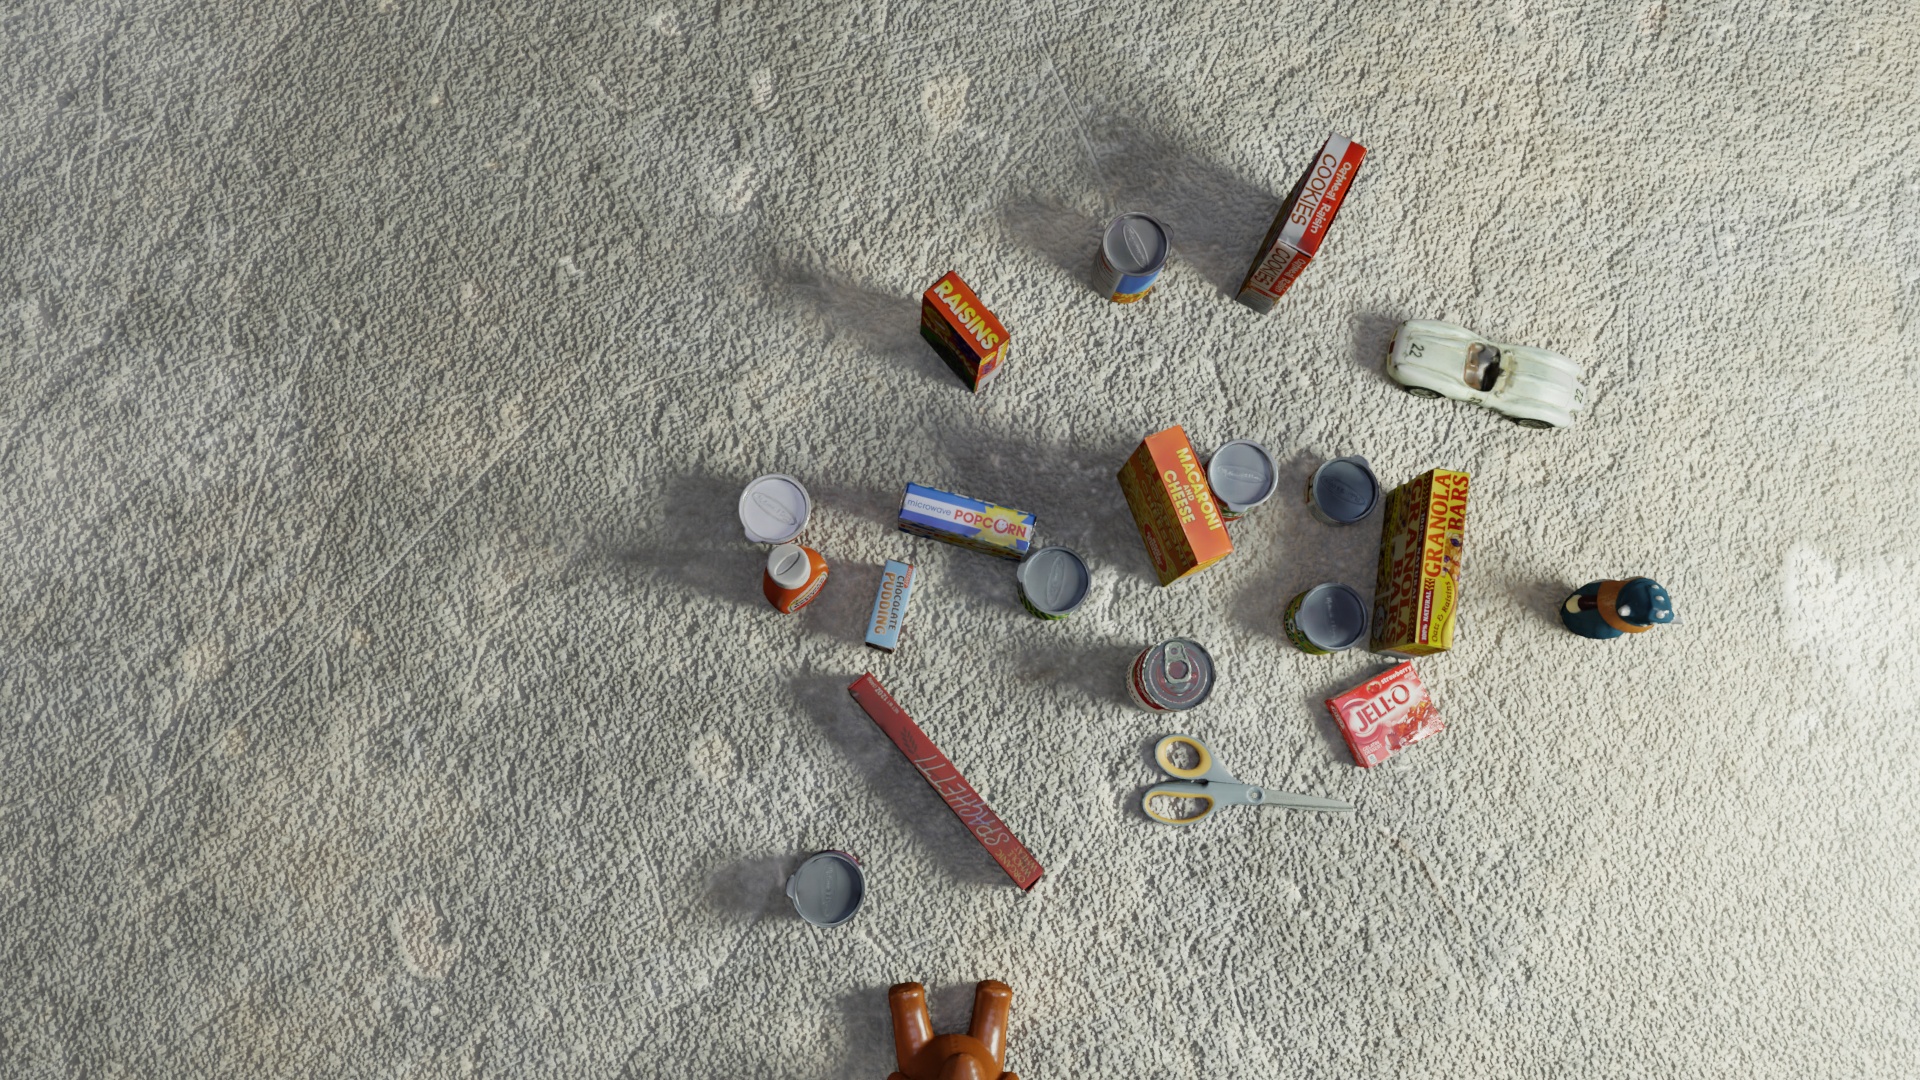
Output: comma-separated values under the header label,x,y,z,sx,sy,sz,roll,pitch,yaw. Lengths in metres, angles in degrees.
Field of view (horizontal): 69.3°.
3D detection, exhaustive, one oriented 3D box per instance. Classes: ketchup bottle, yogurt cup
label,x,y,z,sx,sy,sz,roll,pitch,yaw
ketchup bottle,-0.154,0.031,1.272,0.043,0.148,0.065,44,82,5
yogurt cup,-0.176,-0.027,1.329,0.072,0.054,0.072,0,81,-3

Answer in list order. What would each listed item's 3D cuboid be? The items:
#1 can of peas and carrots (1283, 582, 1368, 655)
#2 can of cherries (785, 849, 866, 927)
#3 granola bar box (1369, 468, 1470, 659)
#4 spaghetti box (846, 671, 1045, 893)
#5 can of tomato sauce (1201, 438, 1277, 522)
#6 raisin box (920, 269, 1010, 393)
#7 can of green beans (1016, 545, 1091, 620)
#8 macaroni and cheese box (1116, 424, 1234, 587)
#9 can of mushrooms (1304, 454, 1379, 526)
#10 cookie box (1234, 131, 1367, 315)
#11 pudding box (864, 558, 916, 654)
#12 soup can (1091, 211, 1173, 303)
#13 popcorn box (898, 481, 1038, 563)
label,x,y,z,sx,sy,sz,roll,pitch,yaw
can of peas and carrots,0.348,0.077,1.334,0.071,0.058,0.071,0,81,-3
can of cherries,-0.122,0.316,1.270,0.071,0.058,0.071,0,81,-3
granola bar box,0.432,0.025,1.314,0.039,0.124,0.166,10,80,-1
spaghetti box,-0.014,0.224,1.296,0.029,0.050,0.250,-41,85,-8
can of tomato sauce,0.263,-0.055,1.340,0.071,0.083,0.071,0,81,-3
raisin box,0.003,-0.198,1.332,0.040,0.123,0.086,-40,85,-8
can of green beans,0.089,0.041,1.328,0.071,0.057,0.071,0,81,-3
macaroni and cheese box,0.197,-0.029,1.290,0.040,0.166,0.124,-21,82,-6
can of mushrooms,0.376,-0.049,1.370,0.071,0.033,0.071,0,80,-3
cookie box,0.327,-0.302,1.343,0.040,0.167,0.123,27,81,2
pudding box,-0.066,0.063,1.321,0.030,0.049,0.084,15,80,0
soup can,0.170,-0.279,1.373,0.071,0.083,0.071,0,81,-3
popcorn box,0.005,-0.017,1.320,0.127,0.085,0.038,15,81,0
